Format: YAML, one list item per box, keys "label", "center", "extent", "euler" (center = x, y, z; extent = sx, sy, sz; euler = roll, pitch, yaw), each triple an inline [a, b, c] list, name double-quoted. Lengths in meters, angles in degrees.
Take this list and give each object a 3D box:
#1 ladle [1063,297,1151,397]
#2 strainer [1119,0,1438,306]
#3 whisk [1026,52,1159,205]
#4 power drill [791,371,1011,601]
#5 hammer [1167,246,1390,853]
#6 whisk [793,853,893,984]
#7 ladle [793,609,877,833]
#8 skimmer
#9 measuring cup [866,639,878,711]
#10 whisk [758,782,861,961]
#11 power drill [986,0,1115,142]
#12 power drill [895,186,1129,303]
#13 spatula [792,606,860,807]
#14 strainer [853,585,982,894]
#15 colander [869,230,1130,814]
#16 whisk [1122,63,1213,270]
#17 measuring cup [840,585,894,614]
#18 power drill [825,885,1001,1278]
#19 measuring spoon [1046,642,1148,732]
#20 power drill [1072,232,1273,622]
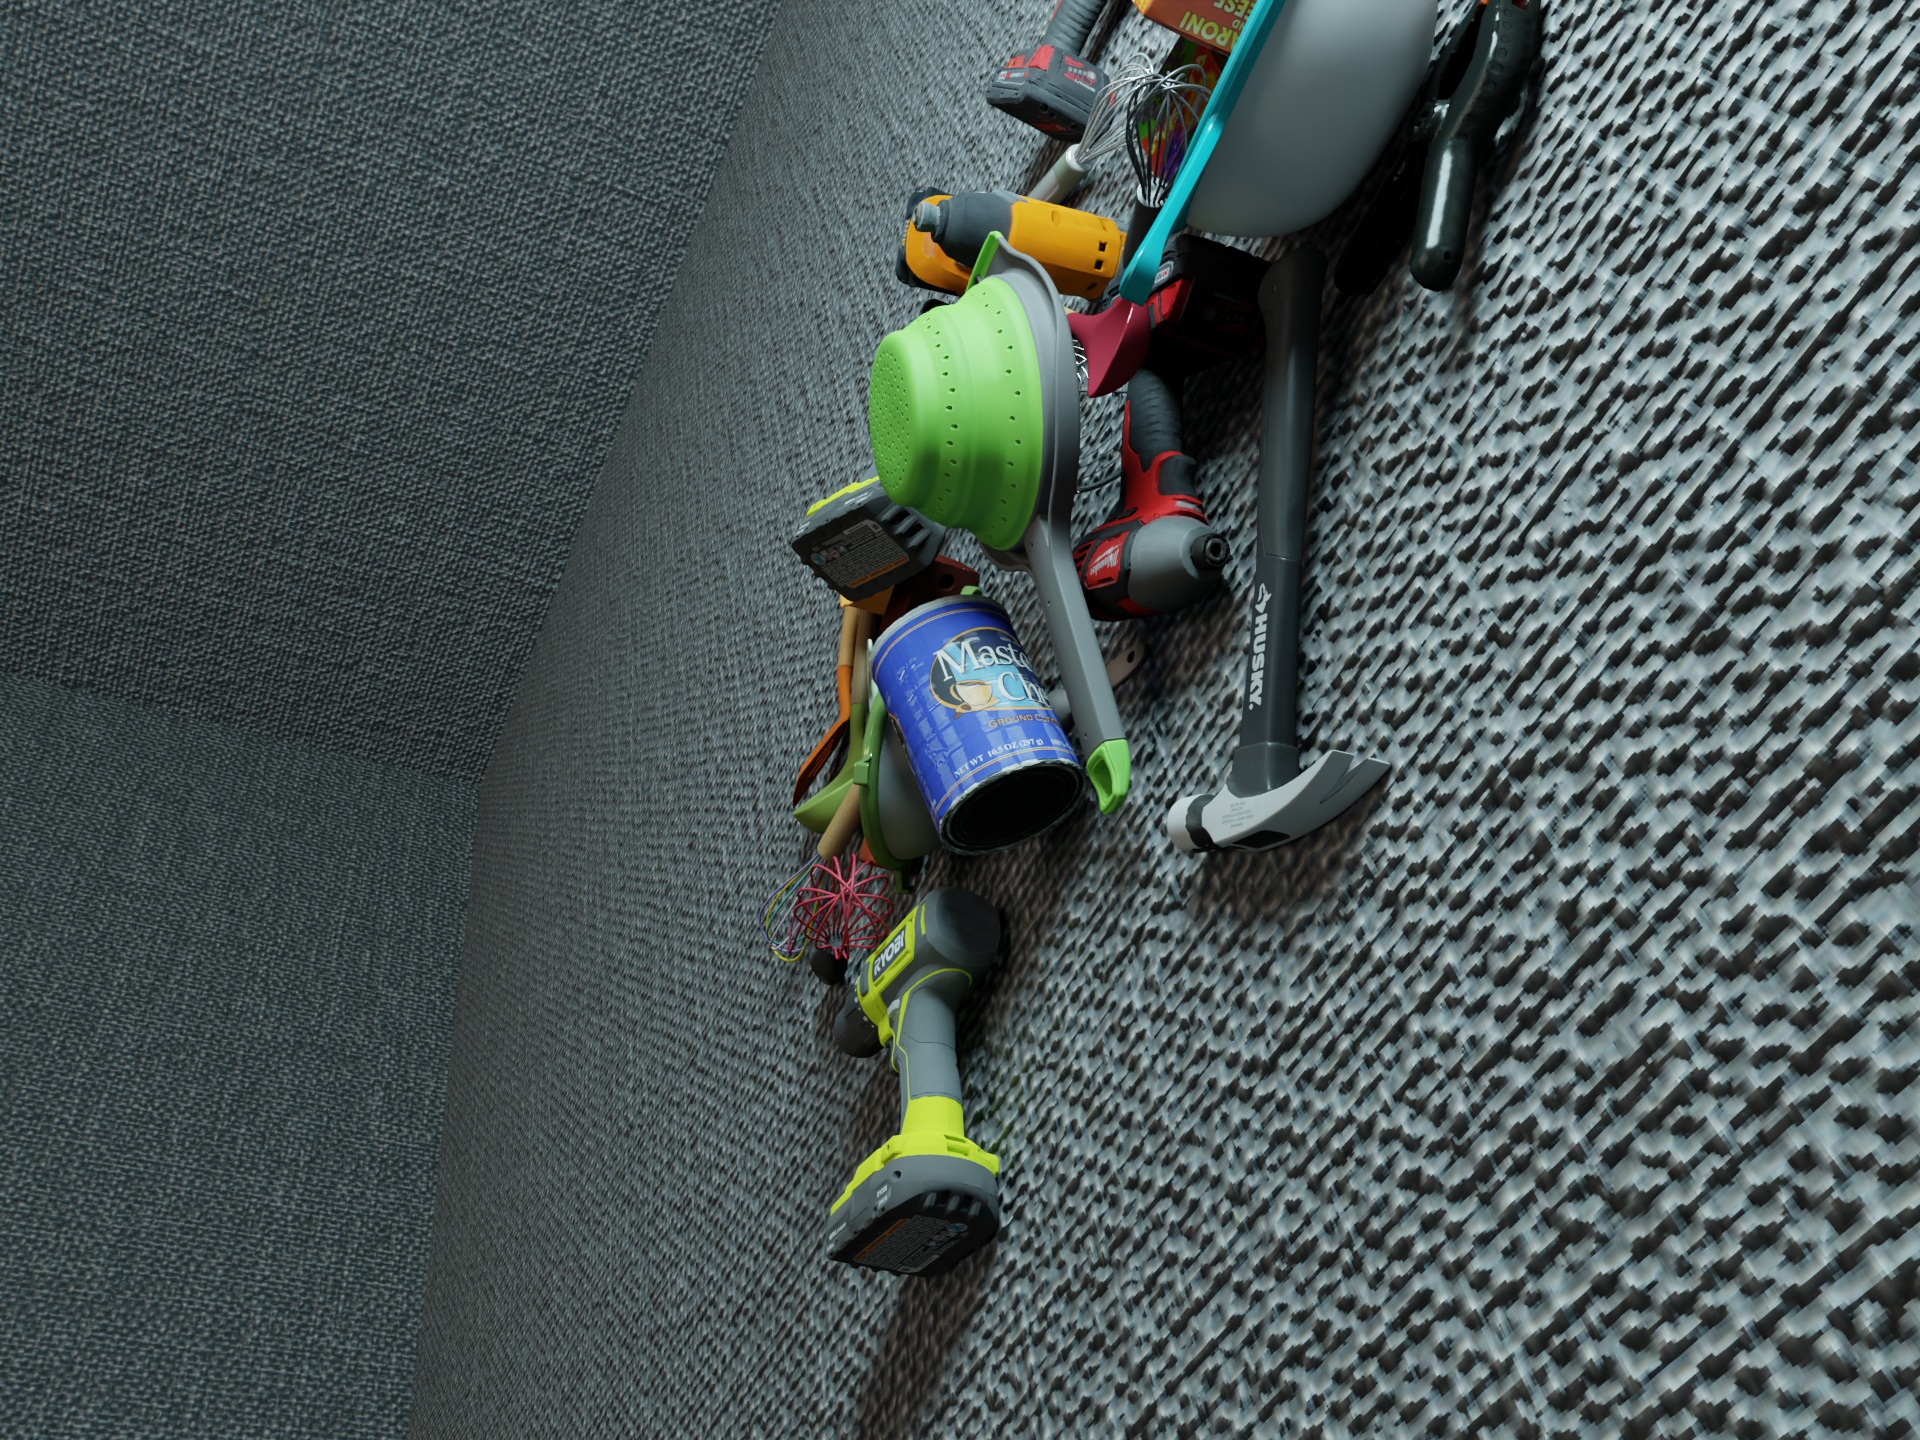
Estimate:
- label: "ladle"
  center: [0.064, -0.263, 1.046]
  extent: [0.069, 0.031, 0.316]
  euler: [-67, 22, 14]
- label: "strainer"
  center: [0.175, -0.304, 0.836]
  extent: [0.341, 0.095, 0.210]
  euler: [-62, -2, -37]
- label: "whisk"
  center: [0.099, -0.452, 1.269]
  extent: [0.246, 0.059, 0.058]
  euler: [-24, 81, 66]
- label: "power drill"
  center: [-0.036, -0.214, 1.306]
  extent: [0.171, 0.080, 0.223]
  euler: [-20, 36, 46]
- label: "hammer"
  center: [0.174, -0.099, 0.852]
  extent: [0.146, 0.035, 0.335]
  euler: [-22, 58, 62]
- label: "whisk"
  center: [-0.094, 0.163, 1.212]
  extent: [0.295, 0.073, 0.073]
  euler: [111, 167, -68]
- label: "ladle"
  center: [-0.099, -0.039, 1.437]
  extent: [0.078, 0.062, 0.320]
  euler: [-29, 45, 40]
- label: "skimmer"
  center: [0.043, -0.267, 1.214]
  extent: [0.127, 0.090, 0.364]
  euler: [-49, 26, 7]
- label: "measuring cup"
  center: [-0.056, -0.035, 1.278]
  extent: [0.167, 0.038, 0.083]
  euler: [96, 170, -75]
- label: "whisk"
  center: [-0.116, 0.127, 1.353]
  extent: [0.047, 0.051, 0.244]
  euler: [-102, 32, -42]
- label: "power drill"
  center: [0.118, -0.589, 1.278]
  extent: [0.226, 0.080, 0.188]
  euler: [-66, 24, 12]
- label: "power drill"
  center: [0.020, -0.373, 1.242]
  extent: [0.227, 0.164, 0.084]
  euler: [-139, 59, -67]
- label: "spatula"
  center: [-0.115, -0.072, 1.512]
  extent: [0.081, 0.041, 0.323]
  euler: [111, 167, -64]
- label: "strainer"
  center: [-0.002, -0.004, 1.184]
  extent: [0.151, 0.069, 0.257]
  euler: [74, -151, -48]
- label: "colander"
  center: [0.016, -0.123, 0.997]
  extent: [0.204, 0.094, 0.397]
  euler: [118, 142, -60]
- label: "whisk"
  center: [0.128, -0.345, 1.035]
  extent: [0.239, 0.055, 0.055]
  euler: [87, -166, -77]
- label: "measuring cup"
  center: [-0.079, -0.154, 1.472]
  extent: [0.095, 0.052, 0.174]
  euler: [-68, 22, 14]
- label: "power drill"
  center: [-0.038, 0.249, 1.079]
  extent: [0.190, 0.080, 0.229]
  euler: [-51, 29, 43]
- label: "measuring spoon"
  center: [0.084, -0.024, 1.051]
  extent: [0.124, 0.018, 0.034]
  euler: [-40, 40, 52]
- label: "power drill"
  center: [0.131, -0.172, 0.973]
  extent: [0.143, 0.078, 0.220]
  euler: [175, 106, -67]
